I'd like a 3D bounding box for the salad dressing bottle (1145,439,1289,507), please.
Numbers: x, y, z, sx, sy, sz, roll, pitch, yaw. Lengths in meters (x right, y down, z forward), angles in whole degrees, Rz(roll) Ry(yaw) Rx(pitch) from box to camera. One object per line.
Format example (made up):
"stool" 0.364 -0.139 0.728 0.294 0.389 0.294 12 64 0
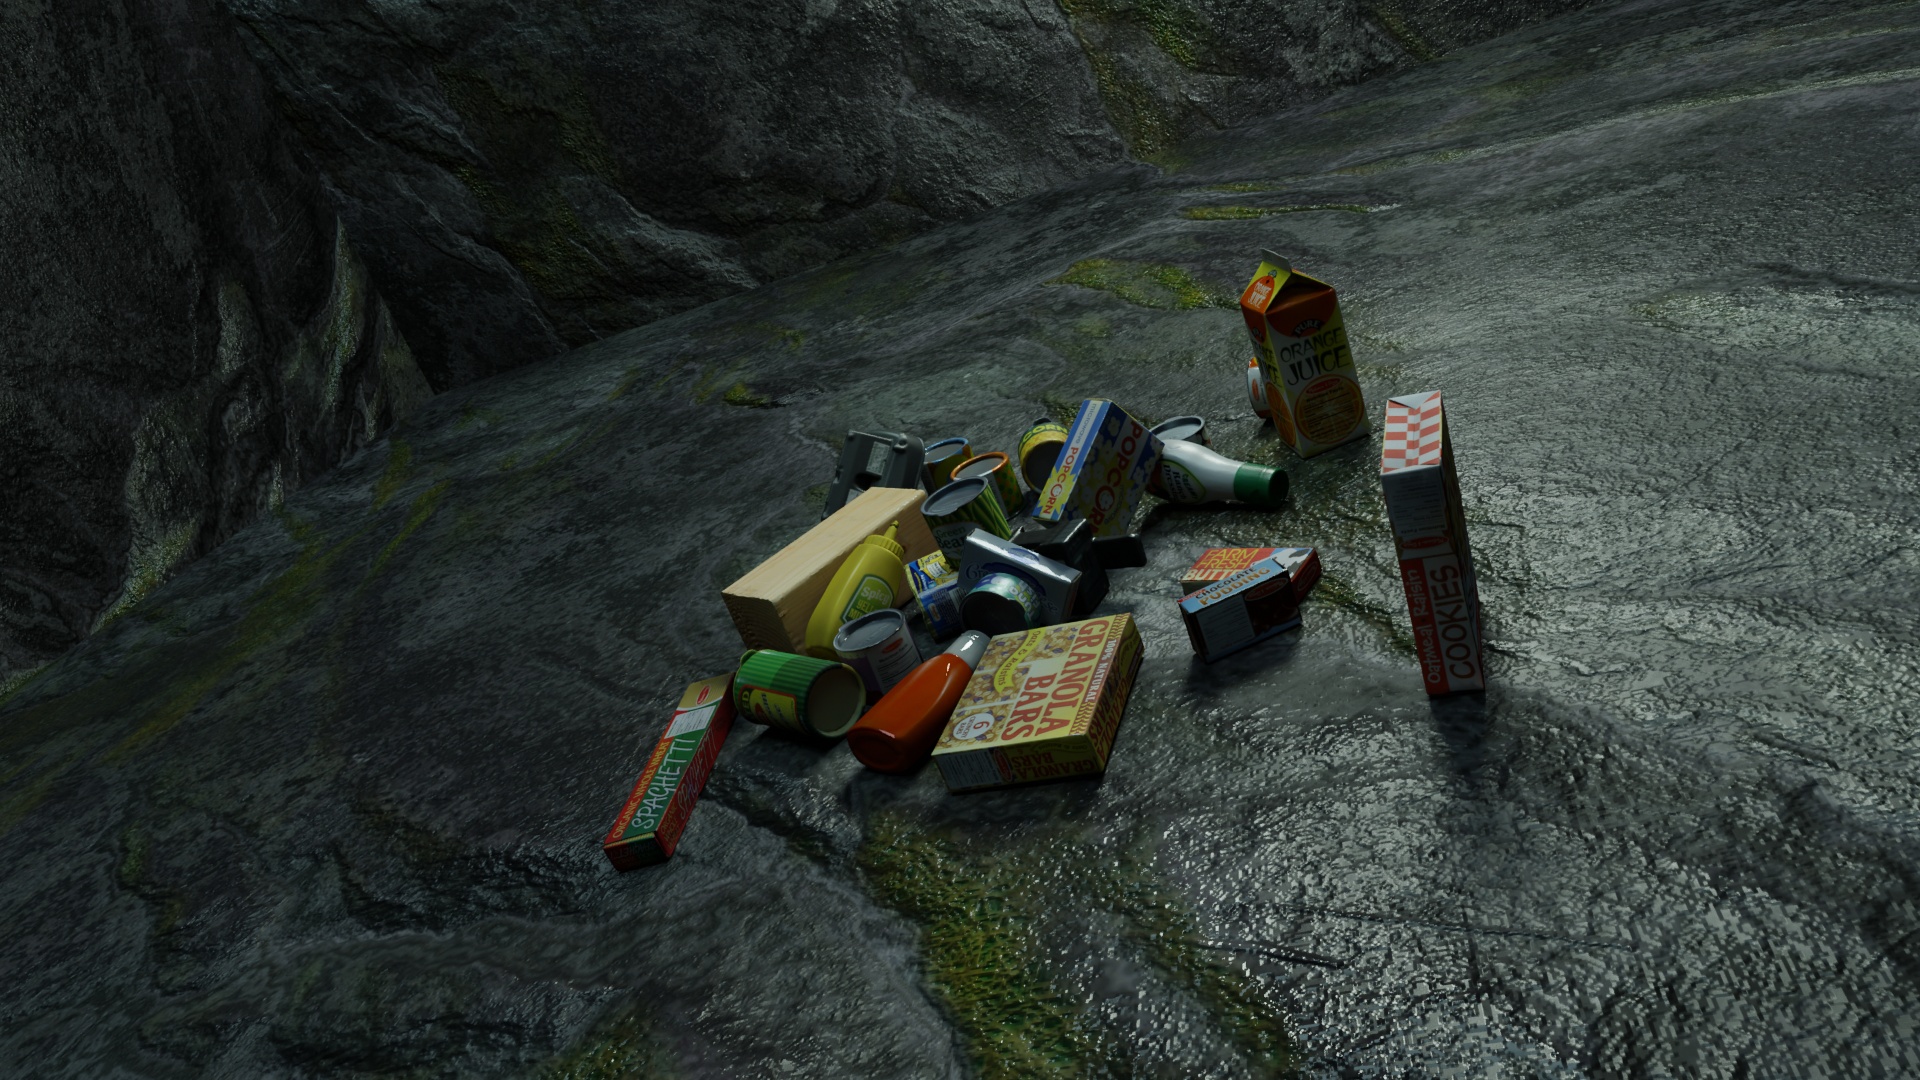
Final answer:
"salad dressing bottle" 0.234 -0.059 1.300 0.147 0.064 0.044 12 45 43

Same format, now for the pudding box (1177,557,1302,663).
"pudding box" 0.214 0.054 1.062 0.084 0.049 0.030 -24 23 -3

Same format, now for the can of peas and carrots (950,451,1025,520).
"can of peas and carrots" 0.030 -0.056 1.480 0.071 0.058 0.071 -18 22 8

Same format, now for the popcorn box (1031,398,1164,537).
"popcorn box" 0.128 -0.057 1.281 0.038 0.085 0.127 12 74 51

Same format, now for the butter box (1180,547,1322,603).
"butter box" 0.236 0.029 1.134 0.103 0.024 0.053 -1 30 42

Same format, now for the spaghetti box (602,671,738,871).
"spaghetti box" -0.241 0.192 1.193 0.050 0.028 0.251 -16 22 14

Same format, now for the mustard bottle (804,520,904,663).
"mustard bottle" -0.088 0.045 1.282 0.048 0.065 0.161 -11 48 47

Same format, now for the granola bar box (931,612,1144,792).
"granola bar box" 0.063 0.122 1.058 0.124 0.039 0.166 -12 23 25

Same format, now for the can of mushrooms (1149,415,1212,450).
"can of mushrooms" 0.225 -0.101 1.437 0.071 0.033 0.071 -19 22 8

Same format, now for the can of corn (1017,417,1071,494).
"can of corn" 0.095 -0.089 1.480 0.071 0.071 0.058 -19 22 7

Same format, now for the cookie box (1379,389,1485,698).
"cookie box" 0.316 0.001 0.931 0.040 0.166 0.123 -9 24 23

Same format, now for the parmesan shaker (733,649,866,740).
"parmesan shaker" -0.139 0.129 1.186 0.103 0.071 0.071 3 33 47

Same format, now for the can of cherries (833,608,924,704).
"can of cherries" -0.070 0.100 1.208 0.071 0.058 0.072 -19 22 8

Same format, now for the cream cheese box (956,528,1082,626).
"cream cheese box" 0.049 0.034 1.200 0.104 0.053 0.024 23 35 17

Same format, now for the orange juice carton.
"orange juice carton" 0.324 -0.185 1.325 0.073 0.192 0.072 -21 20 0

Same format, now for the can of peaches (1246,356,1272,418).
"can of peaches" 0.336 -0.163 1.435 0.058 0.071 0.071 -7 26 34

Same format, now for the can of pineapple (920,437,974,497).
"can of pineapple" -0.011 -0.078 1.570 0.071 0.057 0.071 -19 21 8

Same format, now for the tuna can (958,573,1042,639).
"tuna can" 0.036 0.062 1.185 0.071 0.071 0.033 -7 26 34

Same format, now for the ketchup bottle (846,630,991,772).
"ketchup bottle" -0.025 0.126 1.124 0.064 0.043 0.149 -1 29 40

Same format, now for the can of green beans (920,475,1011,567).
"can of green beans" 0.005 -0.017 1.254 0.071 0.057 0.071 -22 22 9
